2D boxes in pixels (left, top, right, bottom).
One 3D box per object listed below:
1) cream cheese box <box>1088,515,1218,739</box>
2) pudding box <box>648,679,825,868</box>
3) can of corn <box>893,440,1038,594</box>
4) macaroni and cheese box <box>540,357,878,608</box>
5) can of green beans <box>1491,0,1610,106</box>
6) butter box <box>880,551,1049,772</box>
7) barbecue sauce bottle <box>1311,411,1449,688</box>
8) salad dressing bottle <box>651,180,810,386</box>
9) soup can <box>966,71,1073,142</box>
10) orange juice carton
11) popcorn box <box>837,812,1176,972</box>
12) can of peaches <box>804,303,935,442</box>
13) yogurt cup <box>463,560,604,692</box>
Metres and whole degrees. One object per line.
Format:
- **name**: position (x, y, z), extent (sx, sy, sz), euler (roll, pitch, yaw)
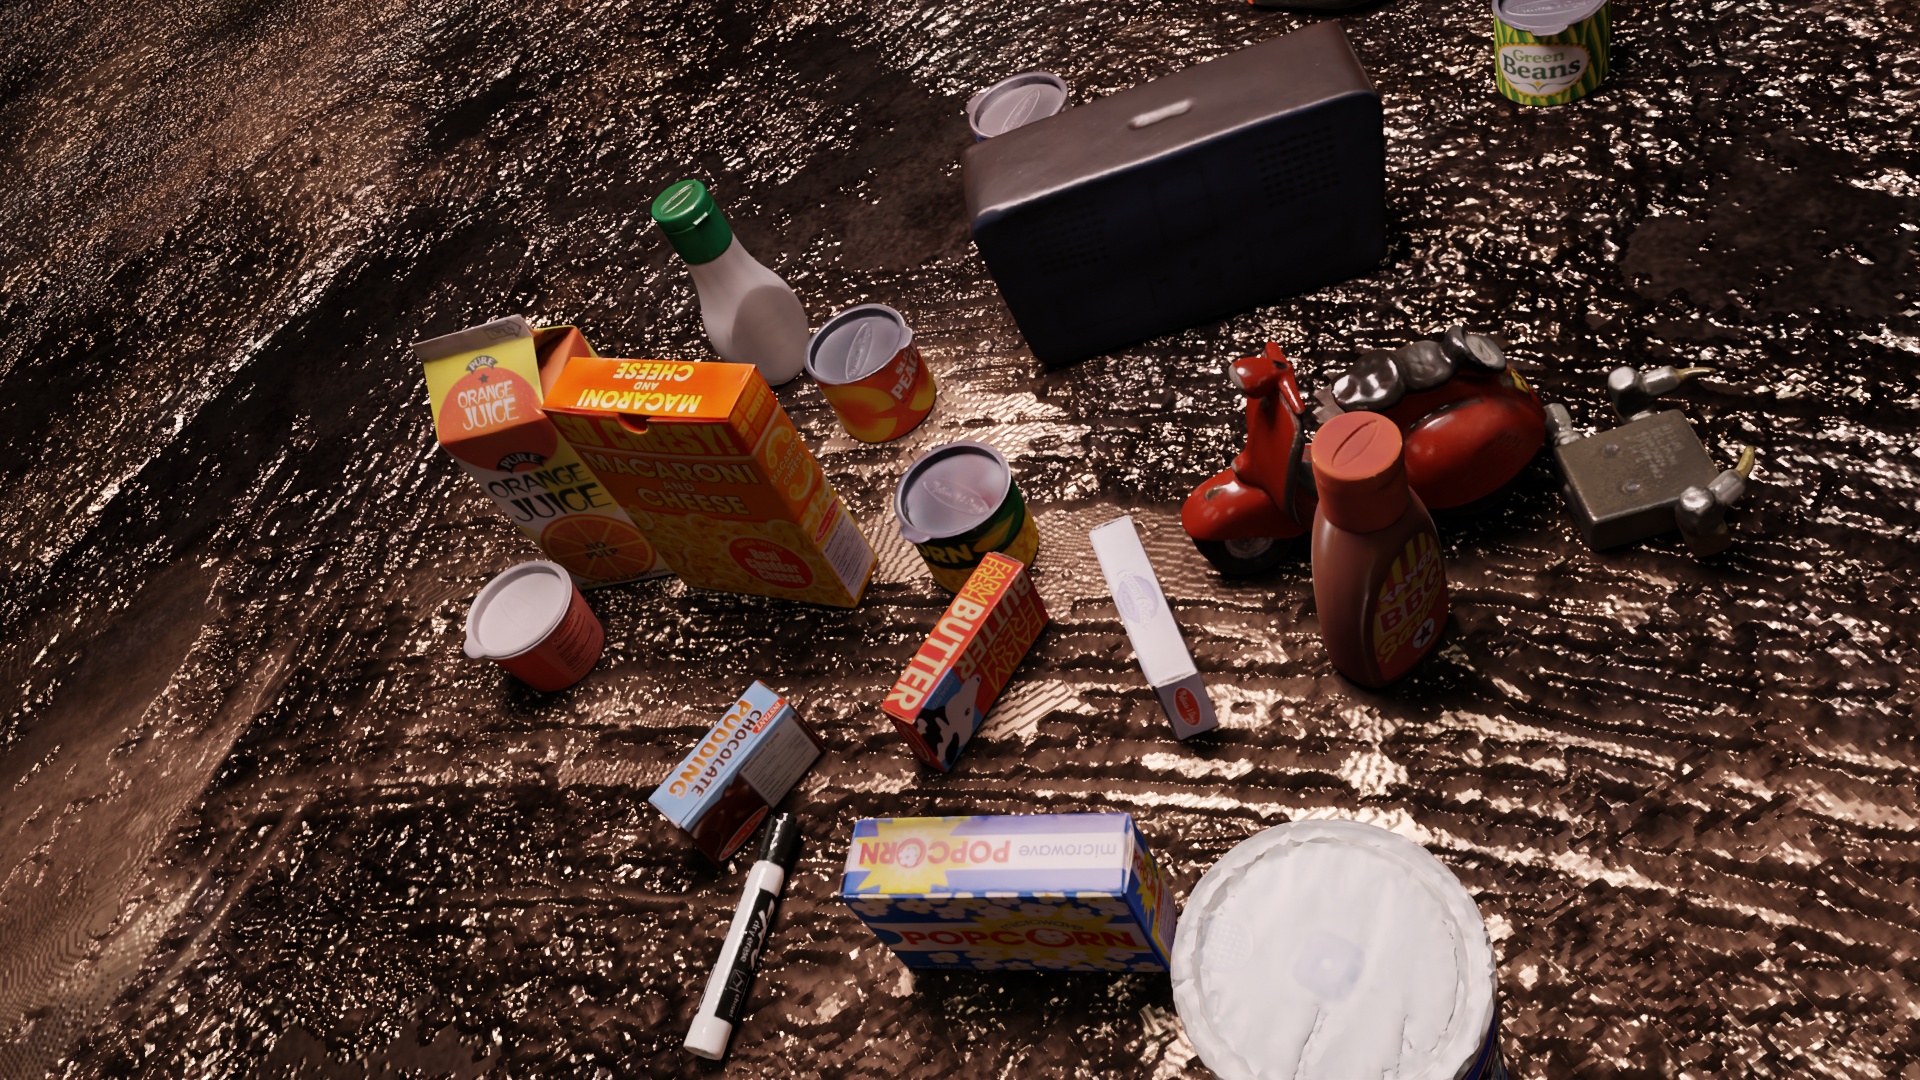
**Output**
- **cream cheese box**: position (0.094, 0.042, 0.685), extent (0.024, 0.053, 0.104), euler (-23, 48, 6)
- **pudding box**: position (-0.114, 0.120, 0.715), extent (0.030, 0.049, 0.084), euler (27, 68, 37)
- **can of corn**: position (0.003, -0.010, 0.762), extent (0.071, 0.058, 0.071), euler (-12, 50, 15)
- **macaroni and cheese box**: position (-0.134, -0.029, 0.764), extent (0.124, 0.165, 0.040), euler (5, 57, 27)
- **can of green beans**: position (0.360, -0.308, 0.846), extent (0.071, 0.057, 0.071), euler (-12, 50, 15)
- **butter box**: position (0.004, 0.061, 0.709), extent (0.024, 0.053, 0.104), euler (20, 64, 34)
- **barbecue sauce bottle**: position (0.182, 0.004, 0.614), extent (0.065, 0.148, 0.044), euler (-45, 50, -14)
- **salad dressing bottle**: position (-0.145, -0.163, 0.888), extent (0.064, 0.147, 0.044), euler (-46, 50, -15)
- **soup can**: position (0.048, -0.256, 0.922), extent (0.071, 0.083, 0.072), euler (-12, 50, 15)
- **orange juice carton**: position (-0.234, -0.056, 0.812), extent (0.072, 0.192, 0.073), euler (-11, 51, 16)
- **popcorn box**: position (0.023, 0.155, 0.605), extent (0.126, 0.085, 0.038), euler (-6, 52, 20)
- **can of peaches**: position (-0.053, -0.103, 0.861), extent (0.071, 0.057, 0.071), euler (-12, 50, 15)
- **yogurt cup**: position (-0.248, 0.053, 0.823), extent (0.072, 0.053, 0.073), euler (-12, 50, 15)
